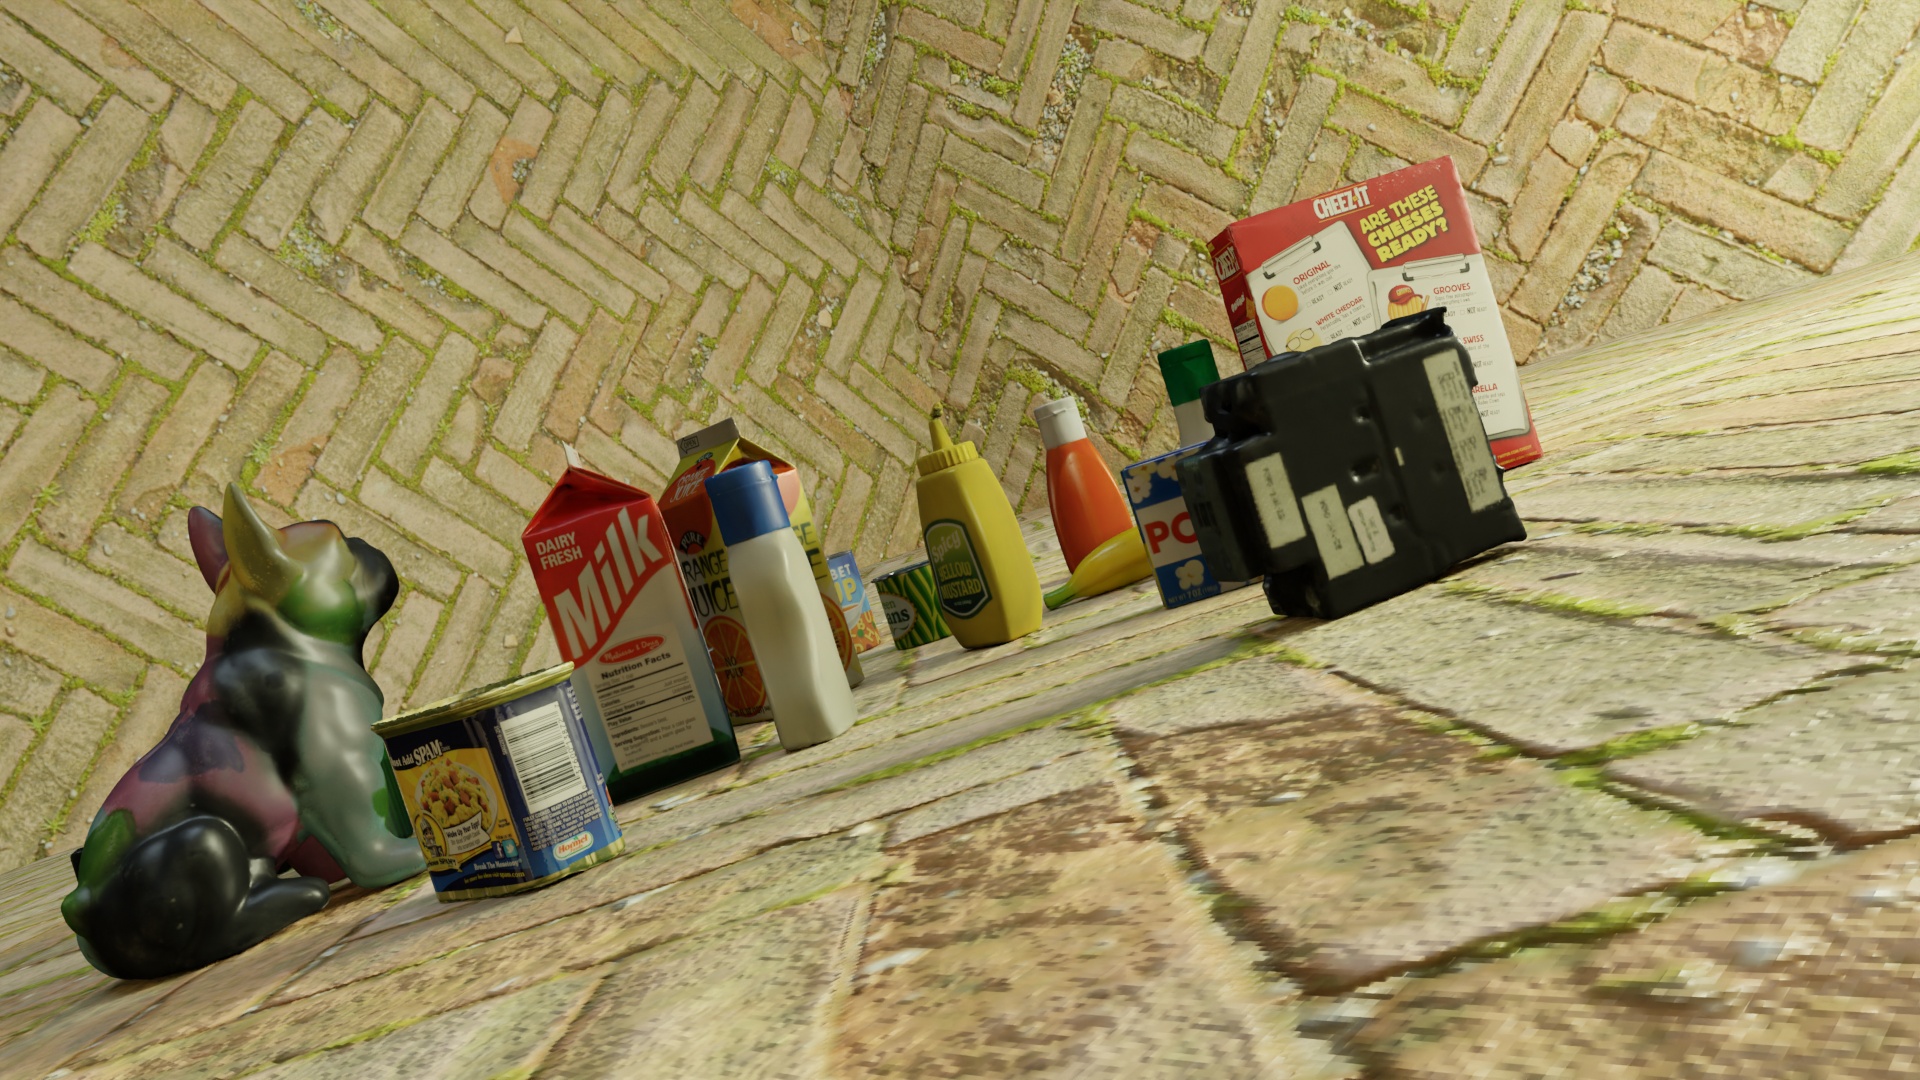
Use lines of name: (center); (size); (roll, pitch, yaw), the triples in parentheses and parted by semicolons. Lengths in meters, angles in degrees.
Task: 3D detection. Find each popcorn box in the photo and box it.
popcorn box: (0.164, -0.020, 0.790); (0.126, 0.085, 0.038); (-18, 1, 10)

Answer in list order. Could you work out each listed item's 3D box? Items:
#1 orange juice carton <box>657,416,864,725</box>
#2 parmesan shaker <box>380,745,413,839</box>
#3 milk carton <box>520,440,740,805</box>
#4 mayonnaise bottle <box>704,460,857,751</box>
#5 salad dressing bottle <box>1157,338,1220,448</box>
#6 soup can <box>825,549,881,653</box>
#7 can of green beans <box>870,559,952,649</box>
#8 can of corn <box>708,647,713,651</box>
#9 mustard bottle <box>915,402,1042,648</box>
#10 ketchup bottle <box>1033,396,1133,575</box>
orange juice carton: (-0.138, 0.017, 0.911); (0.073, 0.192, 0.071); (-19, 2, -42)
parmesan shaker: (-0.397, 0.150, 0.878); (0.071, 0.103, 0.071); (-18, 1, 1)
milk carton: (-0.184, 0.039, 0.759); (0.073, 0.190, 0.072); (-18, 1, -10)
mayonnaise bottle: (-0.095, 0.033, 0.732); (0.041, 0.148, 0.065); (-18, 1, 6)
salad dressing bottle: (0.171, -0.061, 0.935); (0.064, 0.147, 0.044); (-18, 1, -7)
soup can: (-0.109, 0.057, 1.159); (0.071, 0.083, 0.071); (-18, 2, 1)
can of green beans: (-0.027, 0.047, 1.066); (0.071, 0.058, 0.071); (-18, 2, 1)
can of corn: (-0.172, 0.102, 0.828); (0.071, 0.058, 0.071); (-18, 2, 1)
mustard bottle: (0.003, -0.011, 0.898); (0.065, 0.160, 0.049); (-17, 2, 45)
ketchup bottle: (0.102, -0.047, 1.183); (0.065, 0.148, 0.043); (-18, 1, -5)
